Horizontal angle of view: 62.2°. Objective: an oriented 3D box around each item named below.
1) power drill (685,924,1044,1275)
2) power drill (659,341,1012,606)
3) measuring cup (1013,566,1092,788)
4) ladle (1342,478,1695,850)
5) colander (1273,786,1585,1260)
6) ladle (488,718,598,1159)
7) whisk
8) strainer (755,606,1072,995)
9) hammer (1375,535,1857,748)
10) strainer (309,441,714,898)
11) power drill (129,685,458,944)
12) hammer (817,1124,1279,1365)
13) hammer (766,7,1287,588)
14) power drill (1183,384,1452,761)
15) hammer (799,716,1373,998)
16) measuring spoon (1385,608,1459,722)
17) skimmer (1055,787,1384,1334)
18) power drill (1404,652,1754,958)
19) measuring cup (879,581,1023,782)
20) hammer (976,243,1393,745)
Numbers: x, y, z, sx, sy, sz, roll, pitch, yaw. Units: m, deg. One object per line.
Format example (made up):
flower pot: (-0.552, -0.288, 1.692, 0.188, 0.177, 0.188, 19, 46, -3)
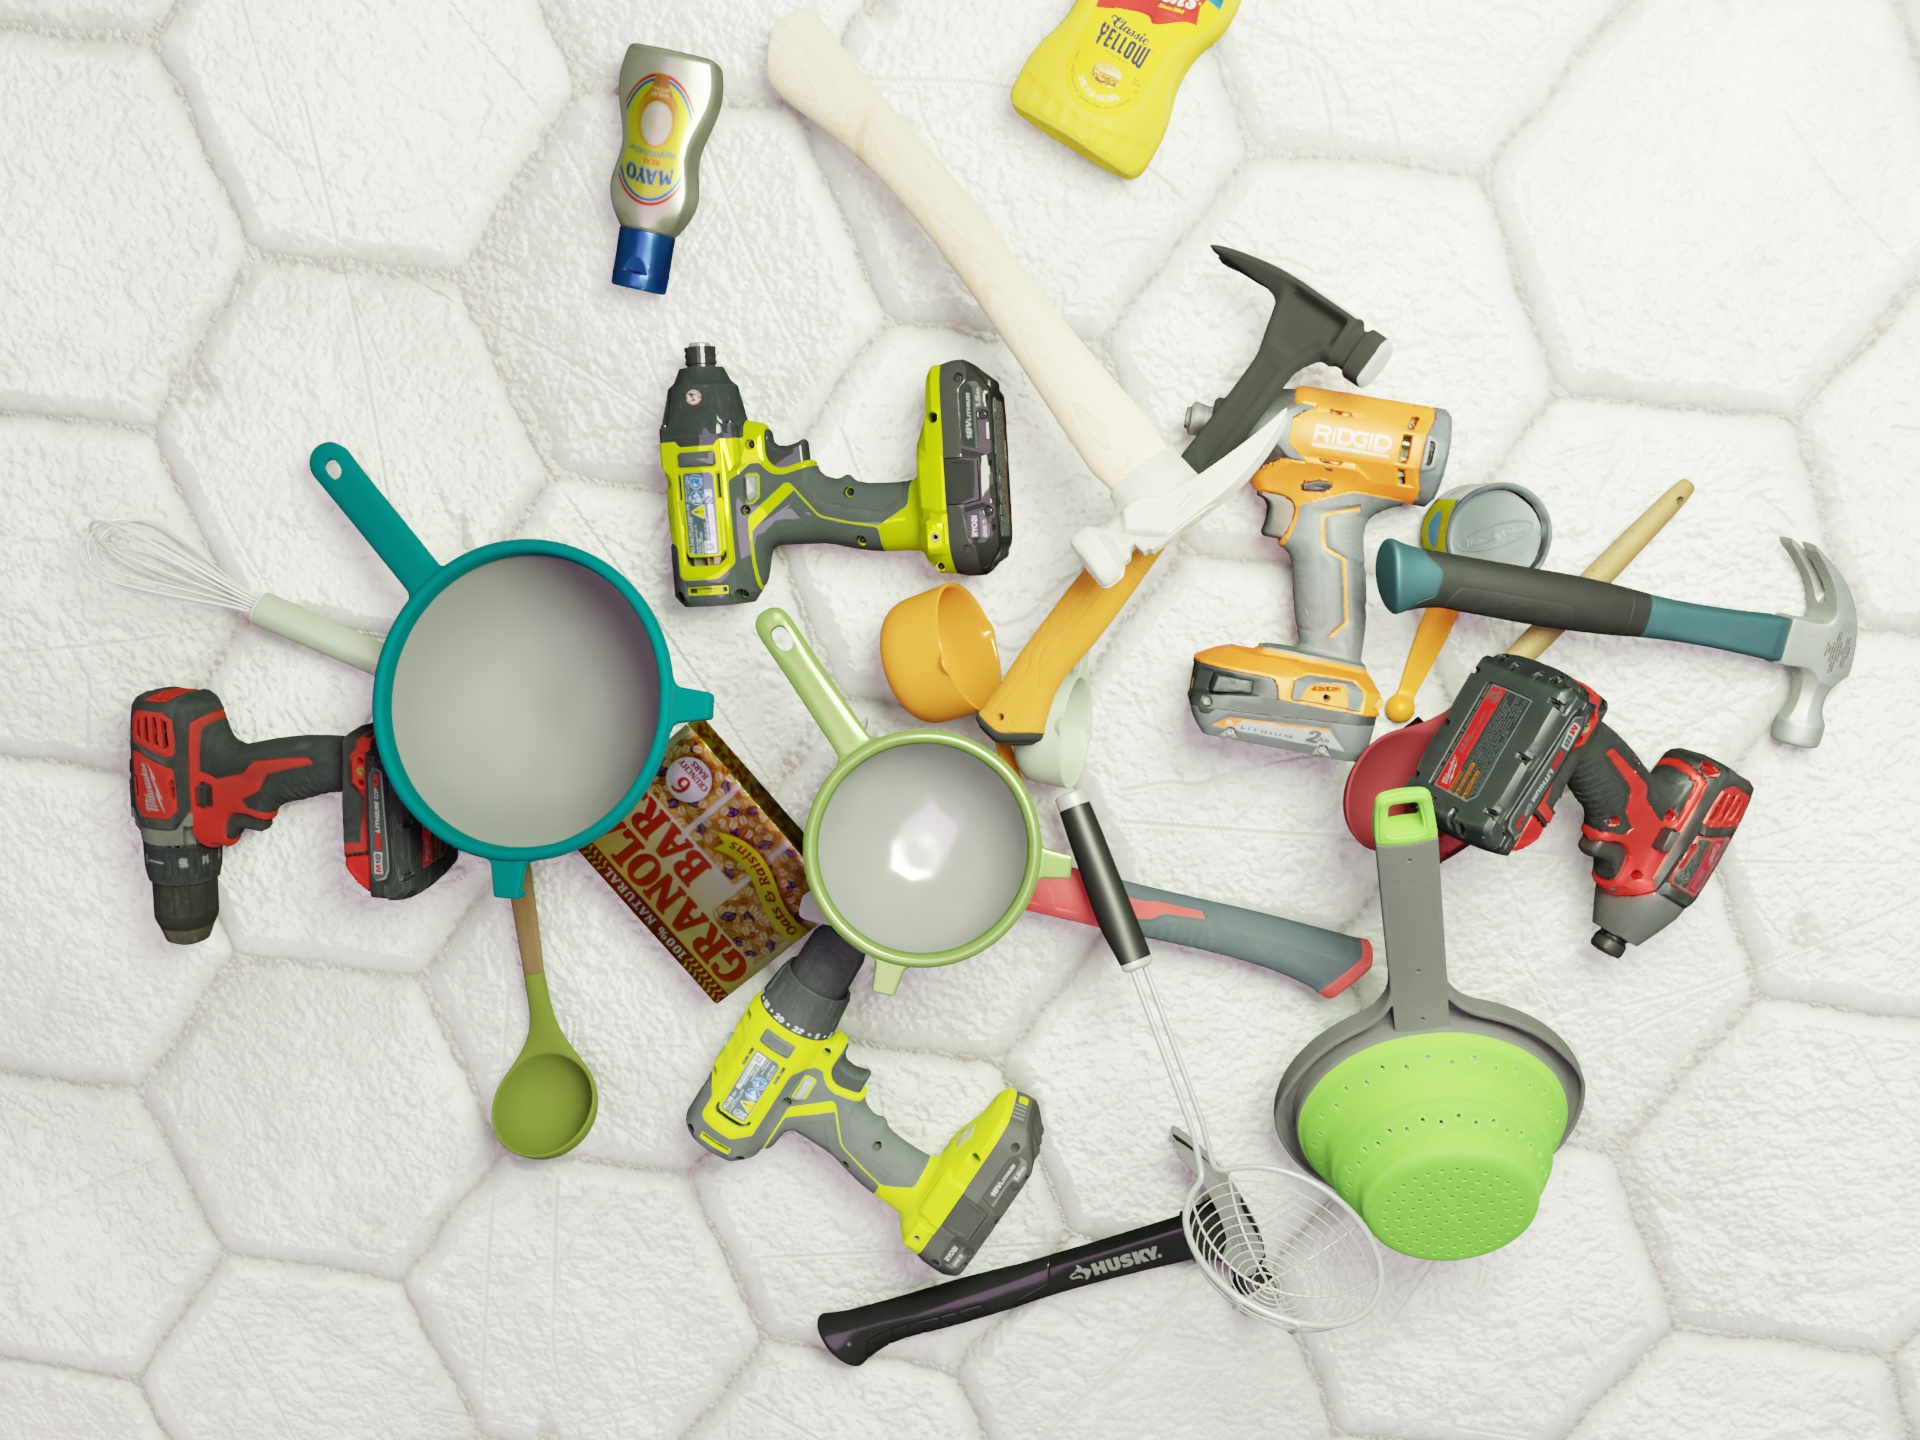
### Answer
power drill: (-0.058, 0.266, 1.128, 0.228, 0.080, 0.190, 33, 104, 1)
power drill: (-0.084, -0.166, 1.036, 0.223, 0.080, 0.171, -2, 97, 9)
measuring cup: (0.065, -0.039, 1.060, 0.038, 0.083, 0.167, 5, 87, 19)
ladle: (0.352, -0.040, 1.005, 0.315, 0.031, 0.069, -45, 113, -3)
colander: (0.295, 0.219, 0.996, 0.204, 0.095, 0.396, -9, 124, 10)
ladle: (-0.314, 0.159, 1.142, 0.078, 0.062, 0.320, -5, 99, 4)
whisk: (-0.498, -0.083, 1.116, 0.246, 0.059, 0.057, 24, 140, -3)
strainer: (-0.054, 0.038, 1.032, 0.151, 0.069, 0.256, -34, 87, -3)
hammer: (0.407, -0.066, 0.981, 0.331, 0.033, 0.128, 8, 104, -14)
strainer: (-0.320, -0.057, 1.086, 0.211, 0.095, 0.340, -43, 78, 6)
power drill: (-0.481, 0.077, 1.132, 0.227, 0.080, 0.188, 5, 103, 8)
hammer: (0.052, 0.406, 1.167, 0.335, 0.035, 0.146, -19, 100, 10)
hammer: (0.022, -0.282, 0.964, 0.146, 0.038, 0.411, -37, 80, 4)
power drill: (0.209, -0.100, 1.019, 0.164, 0.084, 0.226, 11, 99, 4)
hammer: (0.093, 0.107, 1.088, 0.386, 0.038, 0.143, 13, 82, -1)
measuring spoon: (0.310, -0.052, 1.051, 0.021, 0.011, 0.117, 21, 103, 1)
skimmer: (0.154, 0.206, 1.012, 0.090, 0.127, 0.363, -32, 75, 50)
power drill: (0.391, 0.059, 0.995, 0.219, 0.079, 0.143, 26, 96, -29)
measuring cup: (-0.002, -0.003, 1.056, 0.052, 0.095, 0.173, -14, 102, 25)
hammer: (0.113, -0.127, 0.986, 0.127, 0.034, 0.337, 40, 101, 19)
